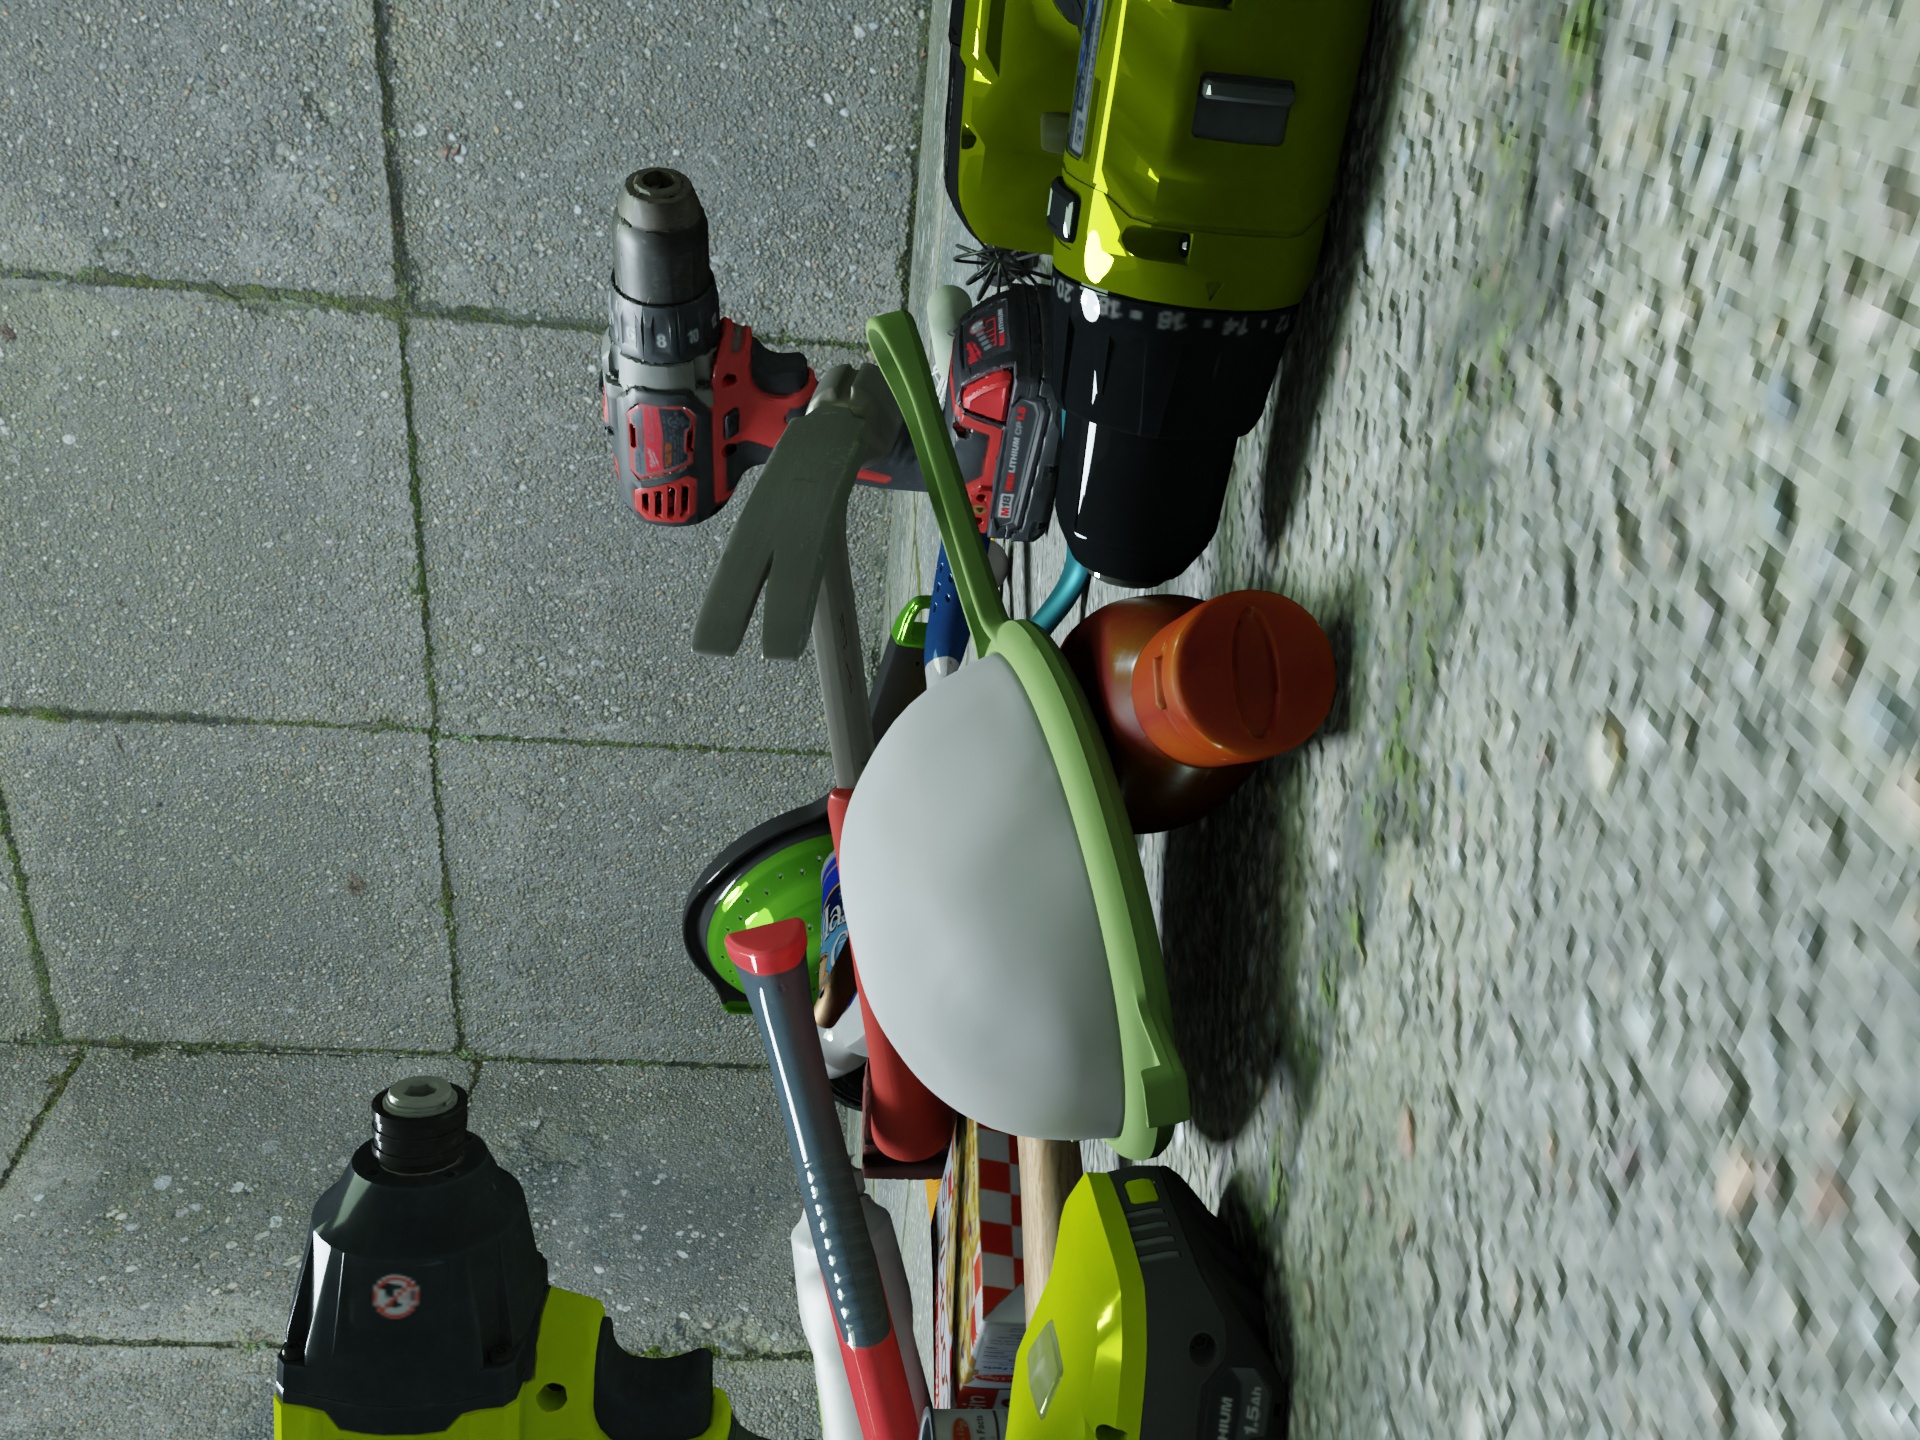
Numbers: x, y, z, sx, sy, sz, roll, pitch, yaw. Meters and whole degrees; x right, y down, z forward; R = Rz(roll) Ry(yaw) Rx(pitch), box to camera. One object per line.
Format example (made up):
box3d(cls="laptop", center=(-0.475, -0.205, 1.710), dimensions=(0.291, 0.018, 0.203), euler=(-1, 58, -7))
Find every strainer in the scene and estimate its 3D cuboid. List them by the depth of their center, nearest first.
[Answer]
box3d(cls="strainer", center=(-0.010, 0.003, 0.448), dimensions=(0.151, 0.069, 0.256), euler=(103, 152, -74))

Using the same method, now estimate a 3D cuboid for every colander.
box3d(cls="colander", center=(-0.064, 0.097, 1.082), dimensions=(0.095, 0.204, 0.396), euler=(63, 142, 44))

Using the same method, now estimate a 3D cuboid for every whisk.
box3d(cls="whisk", center=(0.025, -0.264, 0.912), dimensions=(0.239, 0.055, 0.055), euler=(-88, 3, -74))
box3d(cls="whisk", center=(-0.002, -0.216, 0.965), dimensions=(0.059, 0.058, 0.246), euler=(49, 179, 4))

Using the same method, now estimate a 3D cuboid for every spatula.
box3d(cls="spatula", center=(-0.001, -0.002, 0.697), dimensions=(0.317, 0.044, 0.082), euler=(-63, 14, 12))

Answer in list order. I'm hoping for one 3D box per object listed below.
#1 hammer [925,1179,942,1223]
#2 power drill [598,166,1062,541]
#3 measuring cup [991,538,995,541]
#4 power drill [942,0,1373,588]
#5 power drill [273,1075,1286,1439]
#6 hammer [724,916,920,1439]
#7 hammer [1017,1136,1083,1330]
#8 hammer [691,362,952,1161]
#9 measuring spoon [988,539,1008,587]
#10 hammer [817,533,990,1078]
box3d(cls="hammer", center=(-0.007, 0.296, 0.942), dimensions=(0.337, 0.034, 0.127), euler=(-97, 12, -63))
box3d(cls="power drill", center=(-0.062, -0.172, 0.774), dimensions=(0.187, 0.226, 0.080), euler=(99, 172, -49))
box3d(cls="measuring cup", center=(0.008, -0.043, 1.007), dimensions=(0.062, 0.029, 0.156), euler=(-161, 72, -85))
box3d(cls="power drill", center=(0.045, -0.161, 0.435), dimensions=(0.229, 0.080, 0.190), euler=(-101, 16, -60))
box3d(cls="power drill", center=(-0.045, 0.170, 0.381), dimensions=(0.080, 0.223, 0.171), euler=(-109, 23, -76))
box3d(cls="hammer", center=(-0.037, 0.273, 0.669), dimensions=(0.143, 0.038, 0.387), euler=(105, 149, -67))
box3d(cls="hammer", center=(0.032, 0.191, 0.510), dimensions=(0.130, 0.031, 0.332), euler=(112, 160, -51))
box3d(cls="hammer", center=(-0.035, 0.059, 0.593), dimensions=(0.149, 0.037, 0.358), euler=(-76, -14, -47))
box3d(cls="measuring spoon", center=(0.026, -0.057, 0.942), dimensions=(0.034, 0.018, 0.124), euler=(101, 164, -54))
box3d(cls="hammer", center=(-0.008, -0.021, 0.841), dimensions=(0.144, 0.035, 0.406), euler=(-39, 34, 52))
